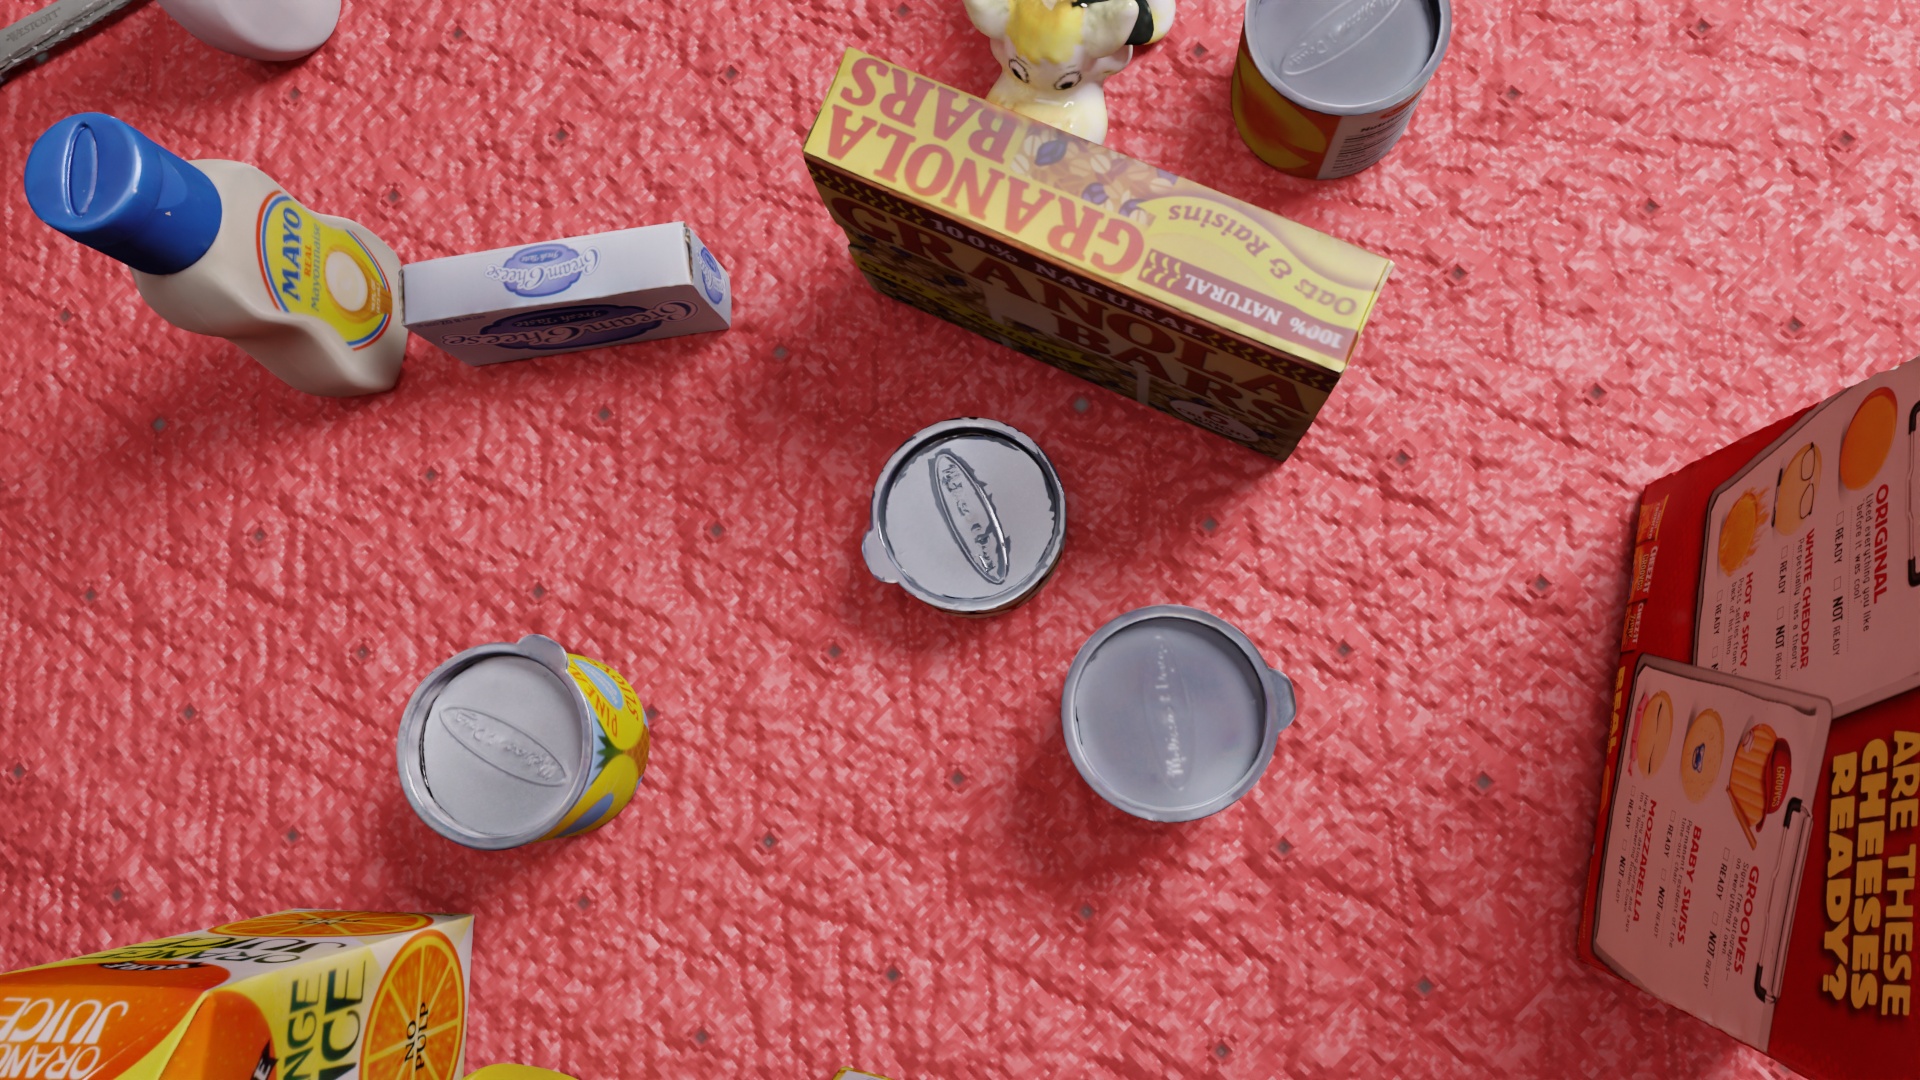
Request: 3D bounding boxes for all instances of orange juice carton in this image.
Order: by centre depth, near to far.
[{"bbox_3d":[-0.217,0.154,0.398,0.072,0.192,0.073,0,82,6],"label":"orange juice carton"}]

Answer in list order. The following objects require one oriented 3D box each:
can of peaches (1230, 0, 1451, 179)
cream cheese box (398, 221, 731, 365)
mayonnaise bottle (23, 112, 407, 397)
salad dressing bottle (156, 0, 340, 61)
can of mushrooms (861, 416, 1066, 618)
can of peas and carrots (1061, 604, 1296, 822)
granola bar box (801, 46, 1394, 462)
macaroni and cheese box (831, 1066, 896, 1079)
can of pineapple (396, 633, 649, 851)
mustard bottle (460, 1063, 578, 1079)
[{"bbox_3d":[0.127,-0.167,0.477,0.071,0.058,0.071,-1,82,6],"label":"can of peaches"},{"bbox_3d":[-0.138,-0.087,0.496,0.104,0.053,0.024,-8,81,5],"label":"cream cheese box"},{"bbox_3d":[-0.237,-0.093,0.460,0.041,0.148,0.065,-4,82,6],"label":"mayonnaise bottle"},{"bbox_3d":[-0.276,-0.221,0.483,0.044,0.147,0.064,7,83,7],"label":"salad dressing bottle"},{"bbox_3d":[0.002,-0.006,0.479,0.071,0.033,0.071,-1,82,6],"label":"can of mushrooms"},{"bbox_3d":[0.069,0.056,0.450,0.071,0.058,0.071,-1,82,6],"label":"can of peas and carrots"},{"bbox_3d":[0.041,-0.083,0.440,0.166,0.124,0.039,24,85,9],"label":"granola bar box"},{"bbox_3d":[-0.046,0.230,0.381,0.040,0.166,0.124,12,83,8],"label":"macaroni and cheese box"},{"bbox_3d":[-0.144,0.068,0.471,0.071,0.058,0.071,-1,82,6],"label":"can of pineapple"},{"bbox_3d":[-0.146,0.195,0.400,0.065,0.160,0.049,24,85,9],"label":"mustard bottle"}]
